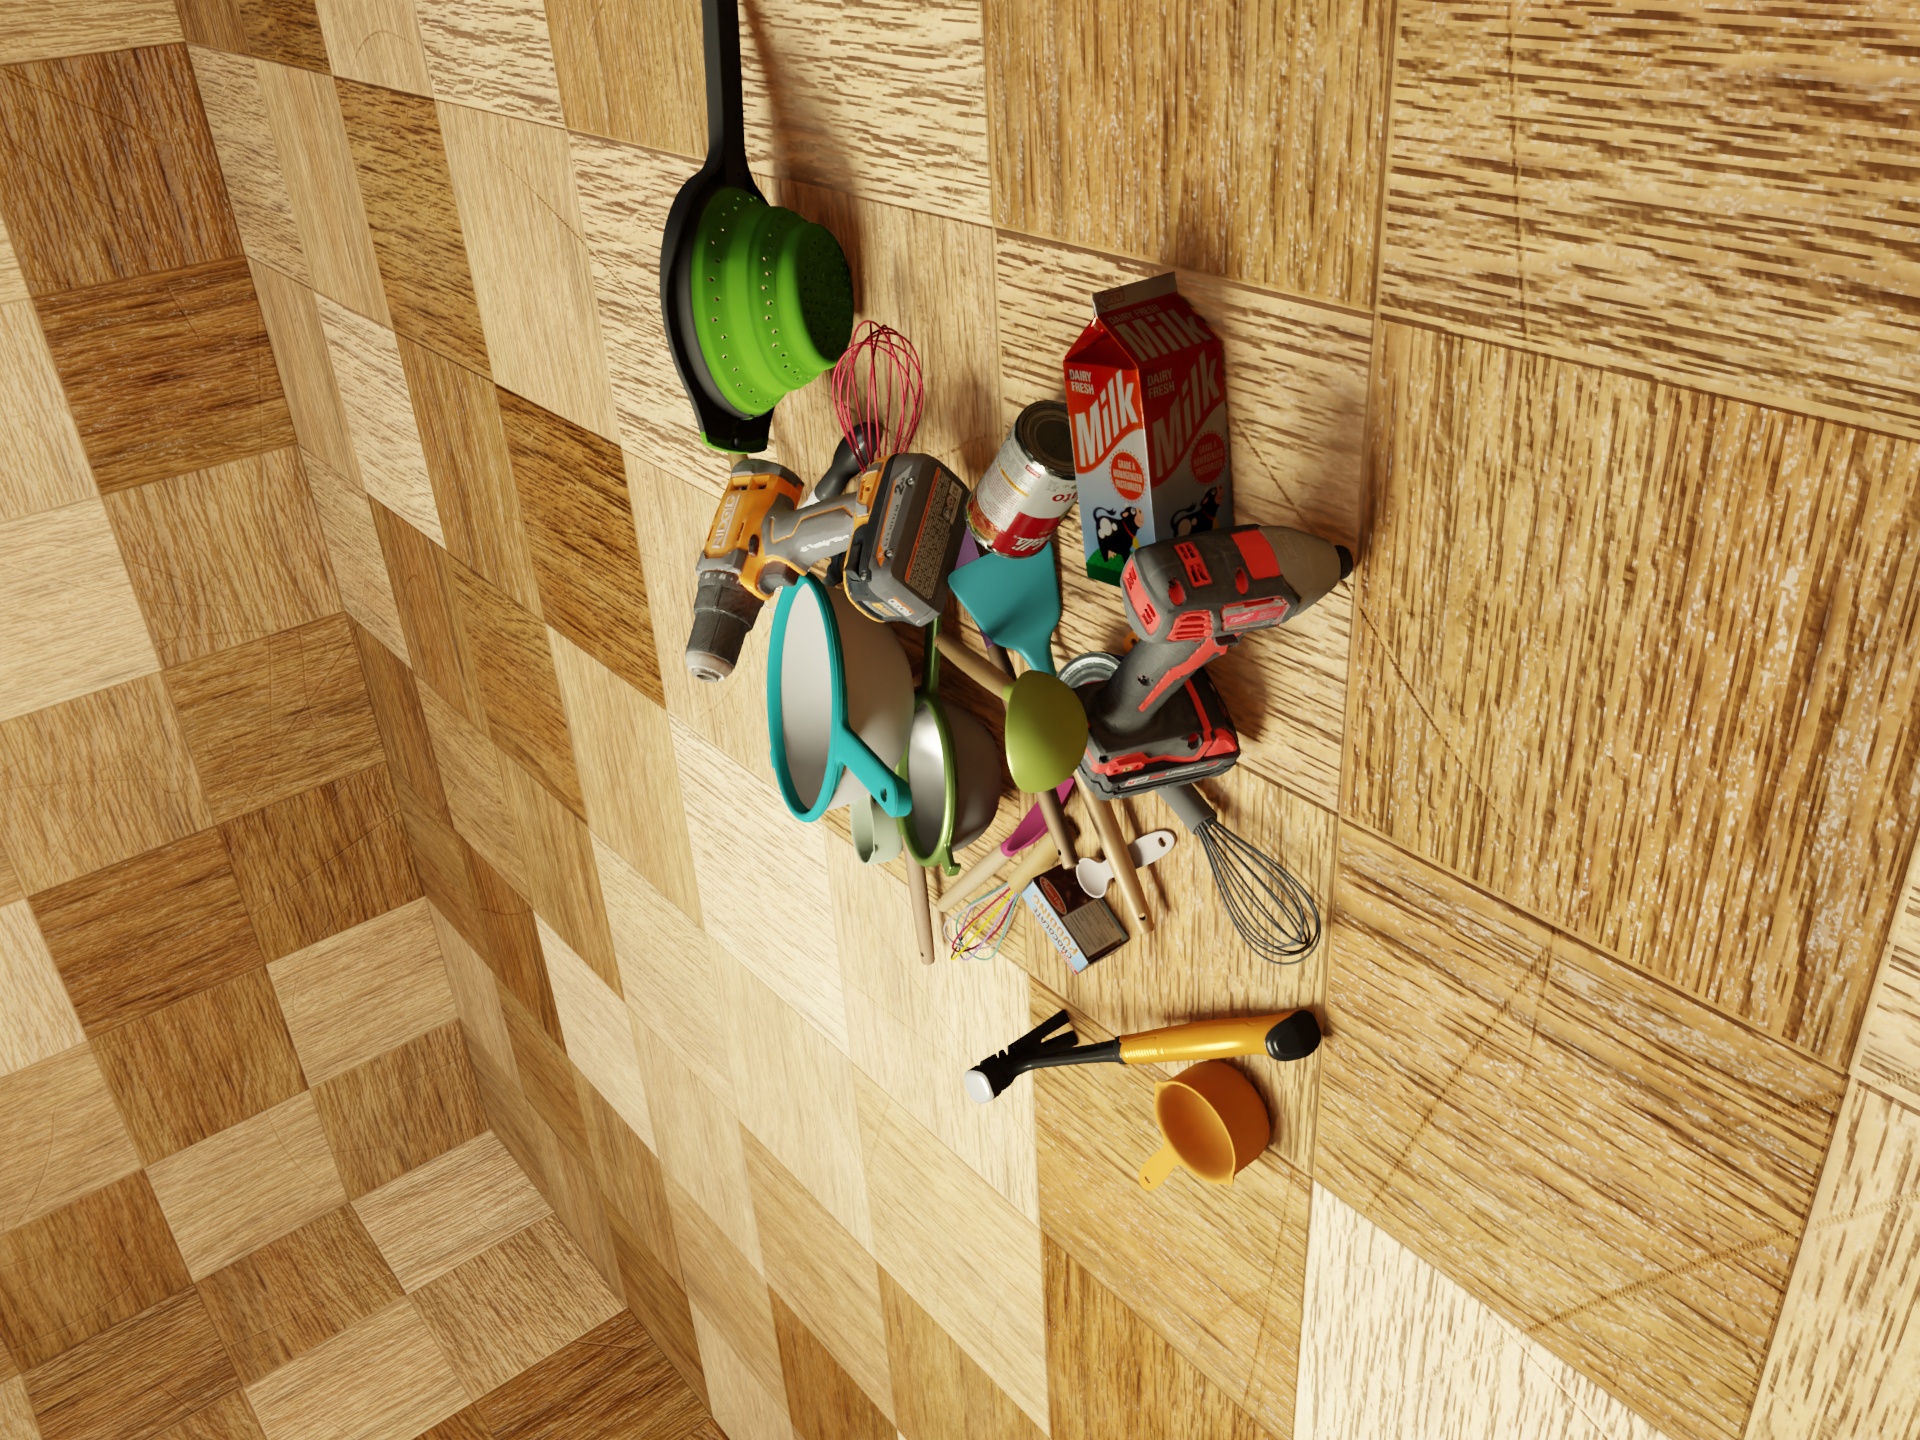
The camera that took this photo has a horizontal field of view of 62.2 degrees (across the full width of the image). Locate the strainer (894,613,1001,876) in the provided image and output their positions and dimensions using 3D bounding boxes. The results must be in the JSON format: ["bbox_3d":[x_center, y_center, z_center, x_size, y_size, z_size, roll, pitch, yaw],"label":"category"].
[{"bbox_3d":[-0.002,-0.004,1.339,0.152,0.069,0.256,-151,62,-68],"label":"strainer"}]

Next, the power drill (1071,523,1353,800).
[{"bbox_3d":[0.151,-0.042,1.003,0.219,0.143,0.079,111,143,-56],"label":"power drill"}]

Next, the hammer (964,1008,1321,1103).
[{"bbox_3d":[0.150,0.257,1.261,0.337,0.127,0.034,-20,92,49],"label":"hammer"}]

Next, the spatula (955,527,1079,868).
[{"bbox_3d":[0.035,-0.033,1.248,0.059,0.018,0.316,-45,61,60],"label":"spatula"}]

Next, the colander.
[{"bbox_3d":[-0.147,-0.410,1.237,0.094,0.204,0.397,1,97,20],"label":"colander"}]

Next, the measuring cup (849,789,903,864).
[{"bbox_3d":[-0.070,0.061,1.494,0.083,0.038,0.167,-121,35,-51],"label":"measuring cup"}]

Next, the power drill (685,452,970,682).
[{"bbox_3d":[-0.116,-0.117,1.230,0.226,0.084,0.185,2,69,37],"label":"power drill"}]

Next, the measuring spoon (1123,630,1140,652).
[{"bbox_3d":[0.147,-0.061,1.109,0.117,0.011,0.021,-15,98,59],"label":"measuring spoon"}]

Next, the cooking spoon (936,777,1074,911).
[{"bbox_3d":[0.033,0.118,1.376,0.017,0.069,0.318,34,152,-4],"label":"cooking spoon"}]

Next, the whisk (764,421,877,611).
[{"bbox_3d":[-0.134,-0.180,1.418,0.070,0.070,0.284,60,144,10],"label":"whisk"}]

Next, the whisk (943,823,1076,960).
[{"bbox_3d":[0.042,0.154,1.387,0.051,0.047,0.245,57,145,16],"label":"whisk"}]

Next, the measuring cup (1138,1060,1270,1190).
[{"bbox_3d":[0.190,0.334,1.277,0.095,0.052,0.173,53,148,21],"label":"measuring cup"}]

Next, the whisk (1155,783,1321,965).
[{"bbox_3d":[0.171,0.075,1.134,0.239,0.055,0.055,53,147,28],"label":"whisk"}]

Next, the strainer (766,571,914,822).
[{"bbox_3d":[-0.071,0.001,1.293,0.341,0.095,0.211,-138,50,-60],"label":"strainer"}]

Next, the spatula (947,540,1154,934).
[{"bbox_3d":[0.085,0.019,1.209,0.044,0.082,0.317,-88,-24,-85],"label":"spatula"}]

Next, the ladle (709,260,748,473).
[{"bbox_3d":[-0.206,-0.266,1.428,0.069,0.031,0.315,-14,88,56],"label":"ladle"}]

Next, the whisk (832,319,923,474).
[{"bbox_3d":[-0.065,-0.198,1.300,0.073,0.073,0.295,44,149,32],"label":"whisk"}]

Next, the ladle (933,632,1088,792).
[{"bbox_3d":[0.017,-0.023,1.122,0.320,0.062,0.078,-139,39,-69],"label":"ladle"}]

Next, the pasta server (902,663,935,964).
[{"bbox_3d":[-0.041,0.092,1.471,0.060,0.040,0.316,27,132,46],"label":"pasta server"}]

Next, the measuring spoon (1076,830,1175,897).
[{"bbox_3d":[0.133,0.108,1.248,0.124,0.018,0.034,-36,79,52],"label":"measuring spoon"}]
